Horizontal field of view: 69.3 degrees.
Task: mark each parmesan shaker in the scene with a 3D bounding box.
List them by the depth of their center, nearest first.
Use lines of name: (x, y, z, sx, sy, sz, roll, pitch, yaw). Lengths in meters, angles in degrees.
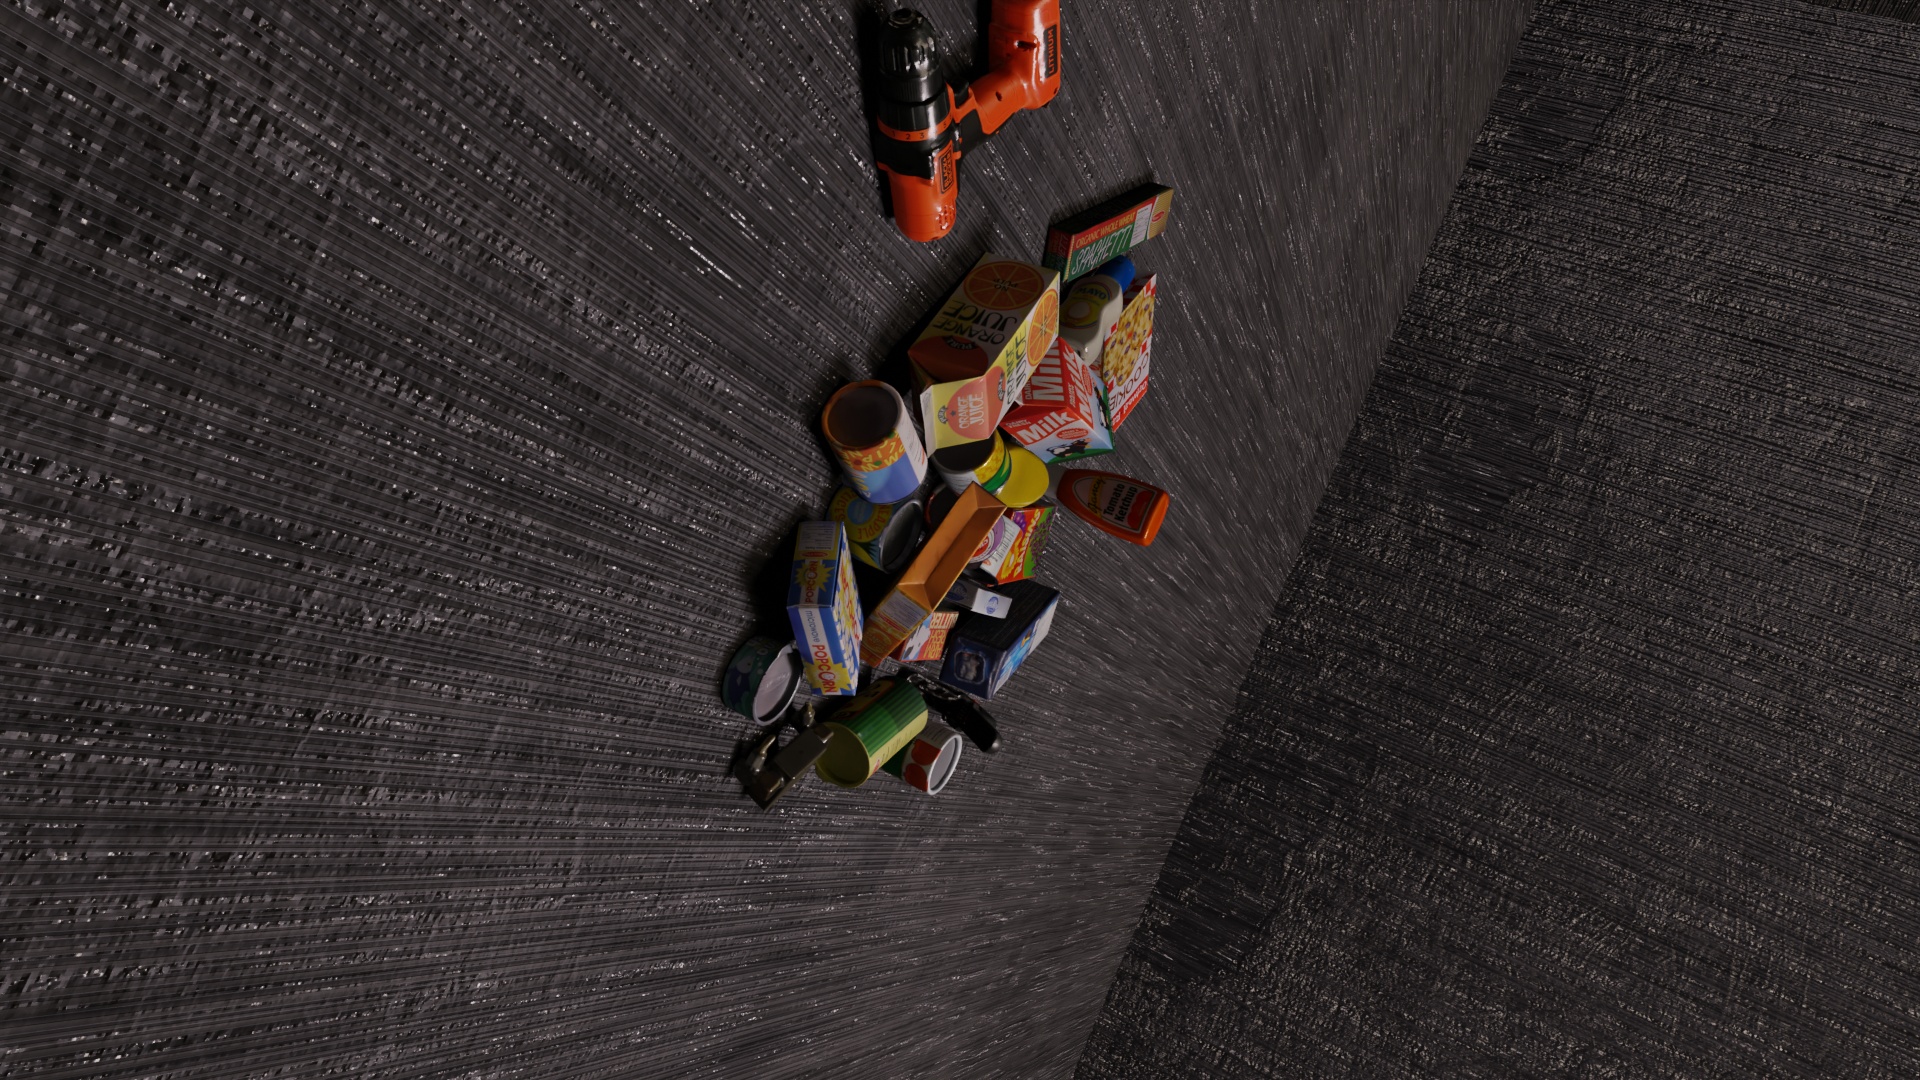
parmesan shaker: (-0.086, 0.176, 1.286, 0.103, 0.071, 0.071, -36, 142, -54)

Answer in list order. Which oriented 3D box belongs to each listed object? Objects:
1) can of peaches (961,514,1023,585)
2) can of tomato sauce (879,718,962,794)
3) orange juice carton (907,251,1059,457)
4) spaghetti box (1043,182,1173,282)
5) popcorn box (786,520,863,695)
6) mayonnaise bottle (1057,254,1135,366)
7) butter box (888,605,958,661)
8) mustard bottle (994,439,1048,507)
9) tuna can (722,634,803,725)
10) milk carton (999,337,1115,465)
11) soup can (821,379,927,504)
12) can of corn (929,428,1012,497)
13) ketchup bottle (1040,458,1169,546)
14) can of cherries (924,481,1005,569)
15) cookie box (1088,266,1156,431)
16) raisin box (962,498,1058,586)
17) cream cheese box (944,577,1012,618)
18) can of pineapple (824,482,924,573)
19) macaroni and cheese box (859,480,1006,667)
can of peaches: (0.019, 0.003, 1.361, 0.058, 0.071, 0.071, -62, 157, -13)
can of tomato sauce: (-0.050, 0.205, 1.368, 0.071, 0.083, 0.070, -49, 151, -38)
orange juice carton: (0.013, -0.154, 1.164, 0.194, 0.073, 0.071, -57, 156, -37)
spaghetti box: (0.153, -0.315, 1.407, 0.251, 0.029, 0.050, -37, 143, -51)
popcorn box: (-0.106, 0.055, 1.111, 0.126, 0.038, 0.085, 83, 7, -51)
mayonnaise bottle: (0.131, -0.233, 1.397, 0.149, 0.065, 0.041, -56, 154, -35)
butter box: (-0.038, 0.090, 1.363, 0.103, 0.024, 0.053, 10, 101, -68)
mustard bottle: (0.055, -0.063, 1.398, 0.160, 0.049, 0.065, 10, 97, -68)
tuna can: (-0.156, 0.108, 1.100, 0.071, 0.033, 0.070, -49, 152, -38)
milk carton: (0.083, -0.135, 1.321, 0.190, 0.073, 0.072, 31, 51, -63)
soup can: (-0.069, -0.076, 1.085, 0.071, 0.071, 0.083, -59, 156, -19)
can of corn: (0.009, -0.080, 1.255, 0.071, 0.071, 0.058, -62, 157, -13)
ketchup bottle: (0.144, -0.047, 1.482, 0.065, 0.149, 0.043, -65, 158, -8)
can of cherries: (0.005, -0.016, 1.300, 0.071, 0.071, 0.058, -61, 157, -15)
cookie box: (0.168, -0.201, 1.538, 0.123, 0.040, 0.166, -50, 151, -36)
raisin box: (0.053, -0.001, 1.466, 0.123, 0.040, 0.086, -7, 118, -64)
cream cheese box: (0.010, 0.055, 1.402, 0.024, 0.053, 0.104, -69, 158, 0)
can of pineapple: (-0.072, -0.014, 1.143, 0.071, 0.058, 0.070, -49, 151, -38)
macaroni and cheese box: (-0.033, 0.033, 1.204, 0.124, 0.040, 0.165, -54, -177, -29)
